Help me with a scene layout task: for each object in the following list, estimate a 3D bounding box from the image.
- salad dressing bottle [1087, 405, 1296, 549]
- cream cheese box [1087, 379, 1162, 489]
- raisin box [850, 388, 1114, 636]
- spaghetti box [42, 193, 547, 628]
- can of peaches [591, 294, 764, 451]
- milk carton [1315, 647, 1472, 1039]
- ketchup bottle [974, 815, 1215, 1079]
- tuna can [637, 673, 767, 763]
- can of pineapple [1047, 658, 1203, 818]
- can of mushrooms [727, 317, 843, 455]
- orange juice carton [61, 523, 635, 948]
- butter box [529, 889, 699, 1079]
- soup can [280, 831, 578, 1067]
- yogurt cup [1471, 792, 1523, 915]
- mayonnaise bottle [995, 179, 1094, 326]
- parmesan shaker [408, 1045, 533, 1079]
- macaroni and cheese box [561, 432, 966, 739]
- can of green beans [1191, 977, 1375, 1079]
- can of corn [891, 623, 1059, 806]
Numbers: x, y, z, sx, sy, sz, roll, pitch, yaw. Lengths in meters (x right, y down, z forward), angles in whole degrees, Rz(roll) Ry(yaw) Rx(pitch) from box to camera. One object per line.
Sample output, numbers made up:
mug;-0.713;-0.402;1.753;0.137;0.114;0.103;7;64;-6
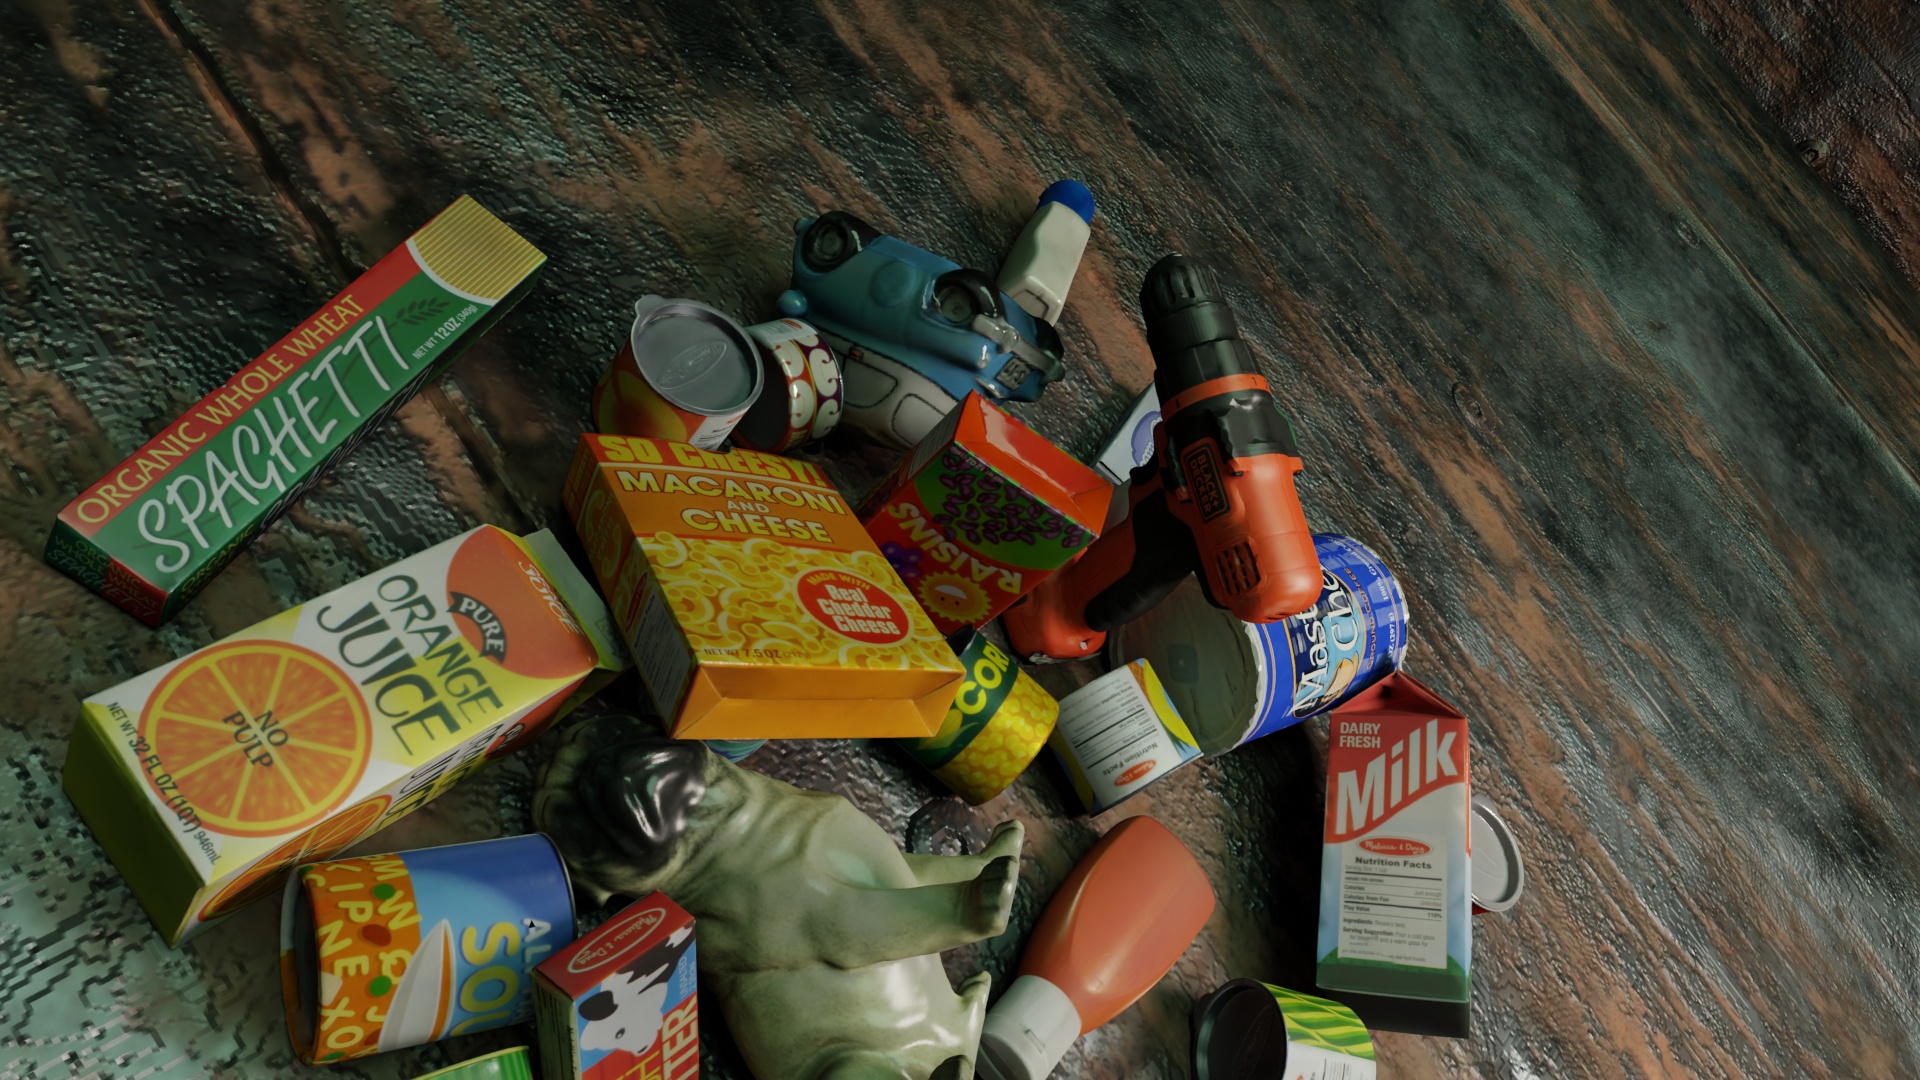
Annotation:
salad dressing bottle;0.119;-0.024;0.758;0.064;0.147;0.044;0;62;-36
cream cheese box;0.117;-0.053;0.863;0.053;0.024;0.104;42;45;-5
raisin box;0.002;-0.009;0.679;0.086;0.123;0.040;32;48;-16
spaghetti box;-0.266;-0.065;0.586;0.050;0.028;0.251;37;46;-9
can of peaches;-0.138;-0.075;0.666;0.071;0.057;0.071;18;52;-25
milk carton;0.233;0.157;0.740;0.072;0.073;0.191;62;34;-52
ketchup bottle;0.060;0.192;0.643;0.065;0.043;0.149;51;45;4
tuna can;-0.109;0.063;0.612;0.071;0.032;0.071;19;52;-26
can of pineapple;0.080;0.100;0.706;0.071;0.070;0.058;-18;73;-42
can of mushrooms;-0.092;-0.074;0.696;0.033;0.070;0.071;-21;75;-43
orange juice carton;-0.210;0.058;0.513;0.072;0.072;0.193;53;45;5
butter box;-0.119;0.178;0.487;0.024;0.103;0.053;25;35;32
soup can;-0.183;0.142;0.480;0.084;0.071;0.071;-1;62;-36
yogurt cup;0.280;0.187;0.801;0.072;0.053;0.073;19;52;-26
mayonnaise bottle;0.053;-0.178;0.876;0.041;0.064;0.149;35;43;-12
parmesan shaker;-0.161;0.225;0.444;0.071;0.071;0.103;-6;68;-39
macaroni and cheese box;-0.089;0.016;0.602;0.124;0.040;0.167;6;32;-36
can of green beans;0.153;0.247;0.659;0.058;0.071;0.071;22;51;-25
can of corn;0.006;0.082;0.658;0.058;0.071;0.071;42;45;-7
